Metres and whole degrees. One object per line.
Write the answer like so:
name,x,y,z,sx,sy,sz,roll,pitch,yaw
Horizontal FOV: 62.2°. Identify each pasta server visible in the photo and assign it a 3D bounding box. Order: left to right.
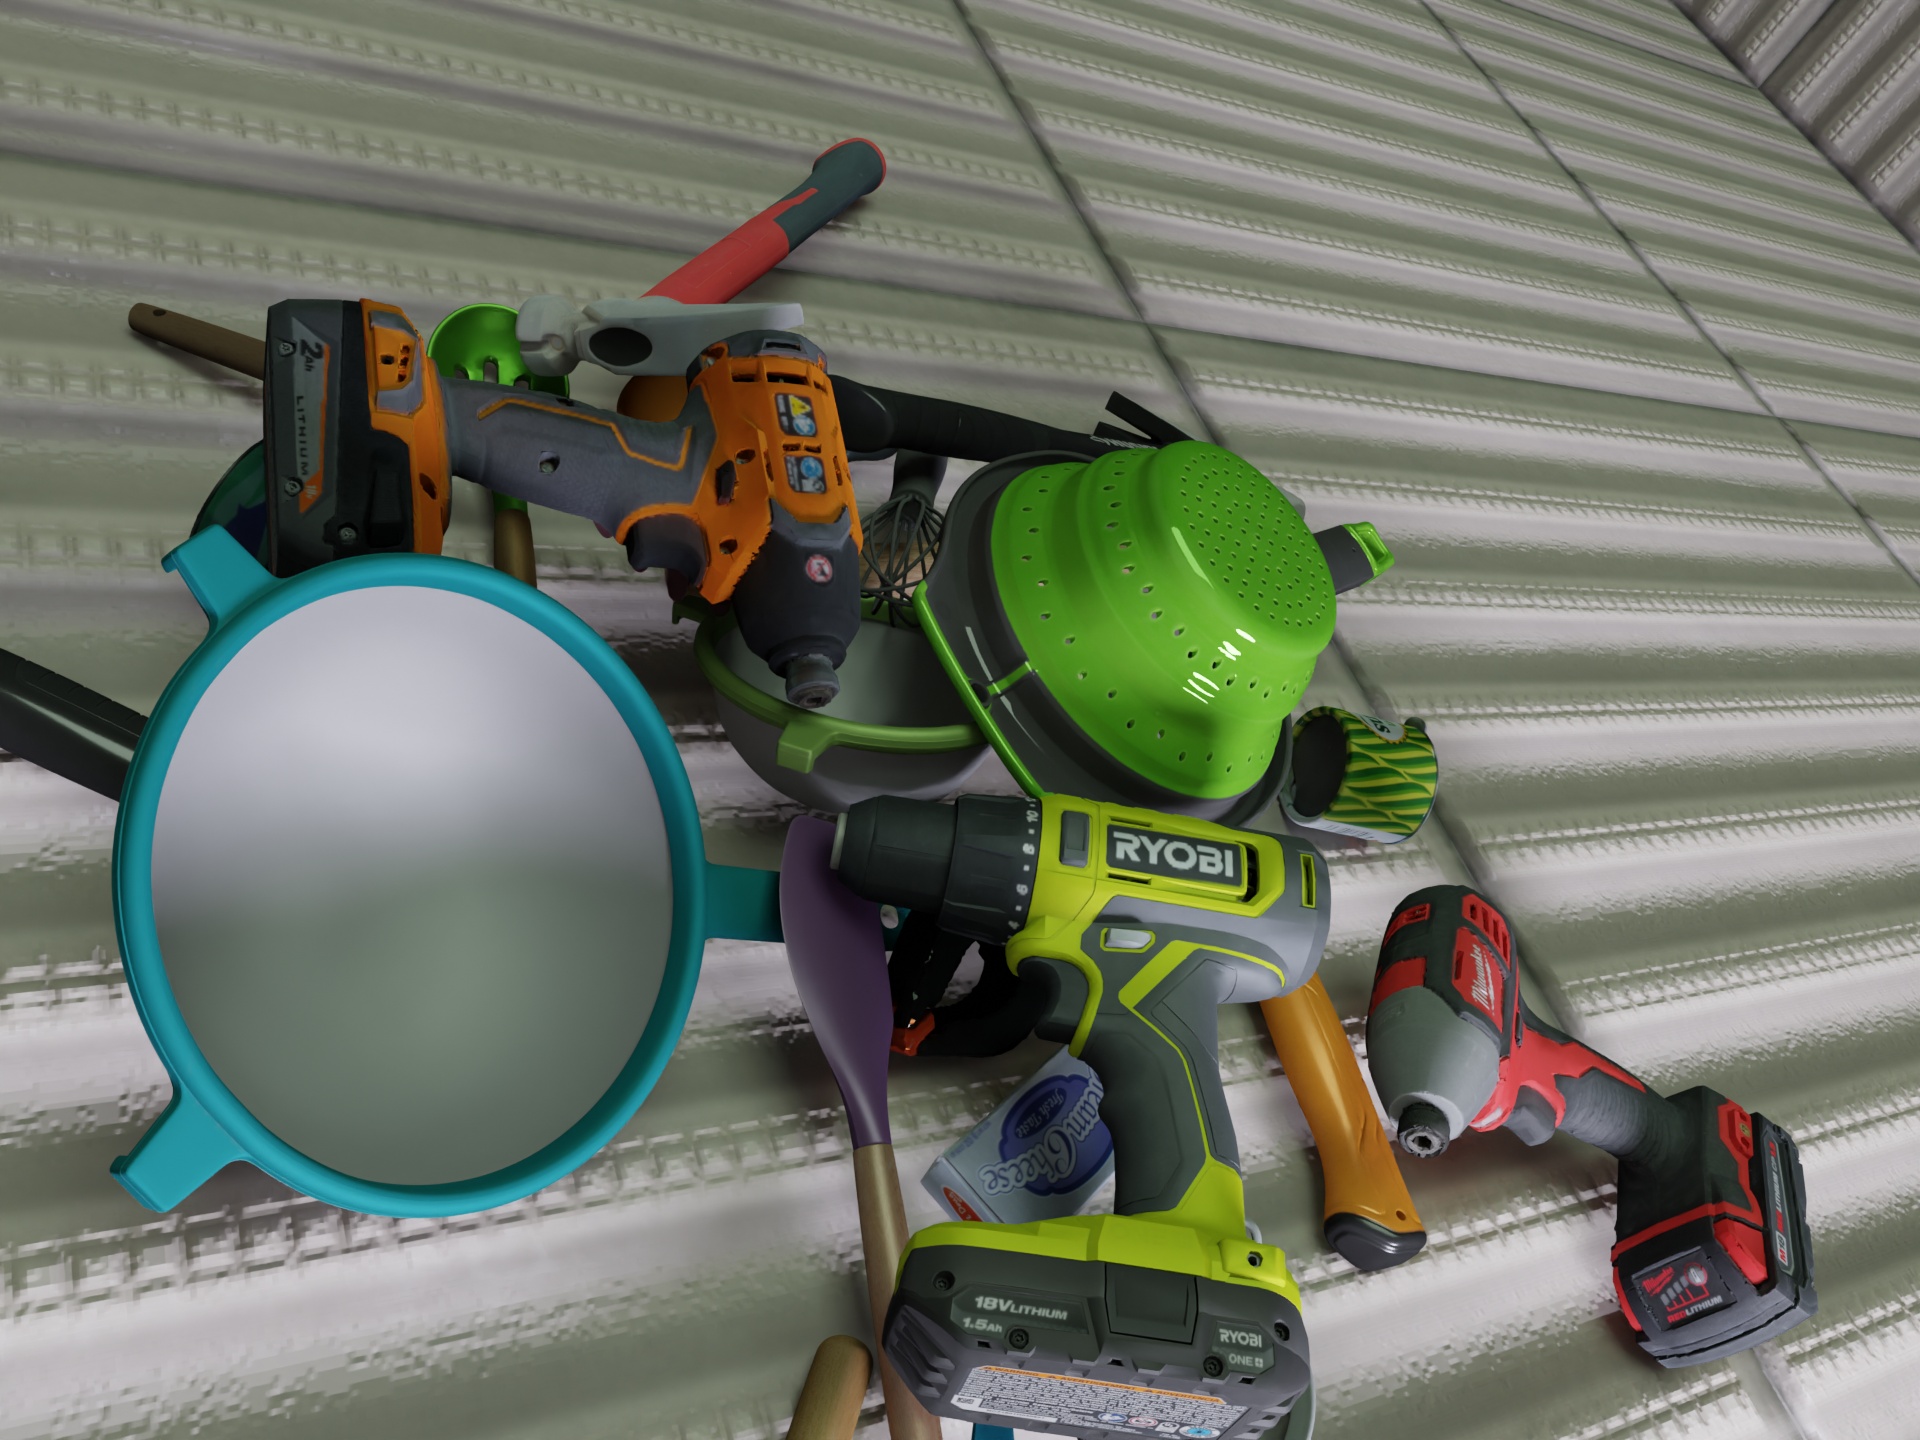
pasta server,-0.227,-0.124,0.713,0.316,0.040,0.060,20,41,4

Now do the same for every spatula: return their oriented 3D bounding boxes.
spatula,-0.029,0.179,0.571,0.059,0.018,0.316,22,49,-49

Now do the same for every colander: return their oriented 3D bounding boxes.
colander,0.147,-0.074,0.767,0.397,0.094,0.204,-21,77,-49

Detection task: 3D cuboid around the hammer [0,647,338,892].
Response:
hammer,-0.376,-0.026,0.563,0.331,0.033,0.128,27,42,-9

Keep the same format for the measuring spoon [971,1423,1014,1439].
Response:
measuring spoon,0.007,0.263,0.559,0.042,0.021,0.129,17,54,-22

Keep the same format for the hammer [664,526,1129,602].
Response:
hammer,0.006,-0.081,0.836,0.331,0.031,0.130,-4,39,-29

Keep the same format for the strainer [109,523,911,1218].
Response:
strainer,-0.153,0.066,0.583,0.340,0.095,0.211,14,69,-51

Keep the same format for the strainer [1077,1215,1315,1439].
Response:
strainer,0.055,0.289,0.528,0.087,0.050,0.259,14,52,21

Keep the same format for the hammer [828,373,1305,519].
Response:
hammer,0.046,-0.150,0.860,0.334,0.035,0.146,-2,33,-48

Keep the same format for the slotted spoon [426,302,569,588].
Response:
slotted spoon,-0.203,-0.072,0.717,0.070,0.031,0.314,6,52,-28

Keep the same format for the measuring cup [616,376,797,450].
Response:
measuring cup,-0.099,-0.117,0.768,0.095,0.052,0.174,-29,53,-18

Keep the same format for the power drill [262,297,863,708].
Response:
power drill,-0.146,-0.080,0.619,0.226,0.084,0.164,-1,64,-26

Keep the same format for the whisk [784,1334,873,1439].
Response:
whisk,-0.065,0.293,0.465,0.051,0.047,0.245,28,40,-5

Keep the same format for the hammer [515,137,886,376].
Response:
hammer,-0.095,-0.271,0.896,0.143,0.038,0.386,3,31,15

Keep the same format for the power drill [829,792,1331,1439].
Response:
power drill,0.038,0.125,0.571,0.190,0.080,0.229,10,51,-4

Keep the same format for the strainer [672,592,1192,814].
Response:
strainer,-0.001,-0.002,0.736,0.256,0.069,0.152,-2,28,-30

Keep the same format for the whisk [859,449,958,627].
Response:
whisk,-0.022,-0.107,0.788,0.055,0.055,0.239,25,26,-10

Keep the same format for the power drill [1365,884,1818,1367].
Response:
power drill,0.277,0.186,0.723,0.219,0.078,0.143,38,39,-6

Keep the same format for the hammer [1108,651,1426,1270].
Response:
hammer,0.152,0.099,0.779,0.127,0.034,0.337,4,51,-28
